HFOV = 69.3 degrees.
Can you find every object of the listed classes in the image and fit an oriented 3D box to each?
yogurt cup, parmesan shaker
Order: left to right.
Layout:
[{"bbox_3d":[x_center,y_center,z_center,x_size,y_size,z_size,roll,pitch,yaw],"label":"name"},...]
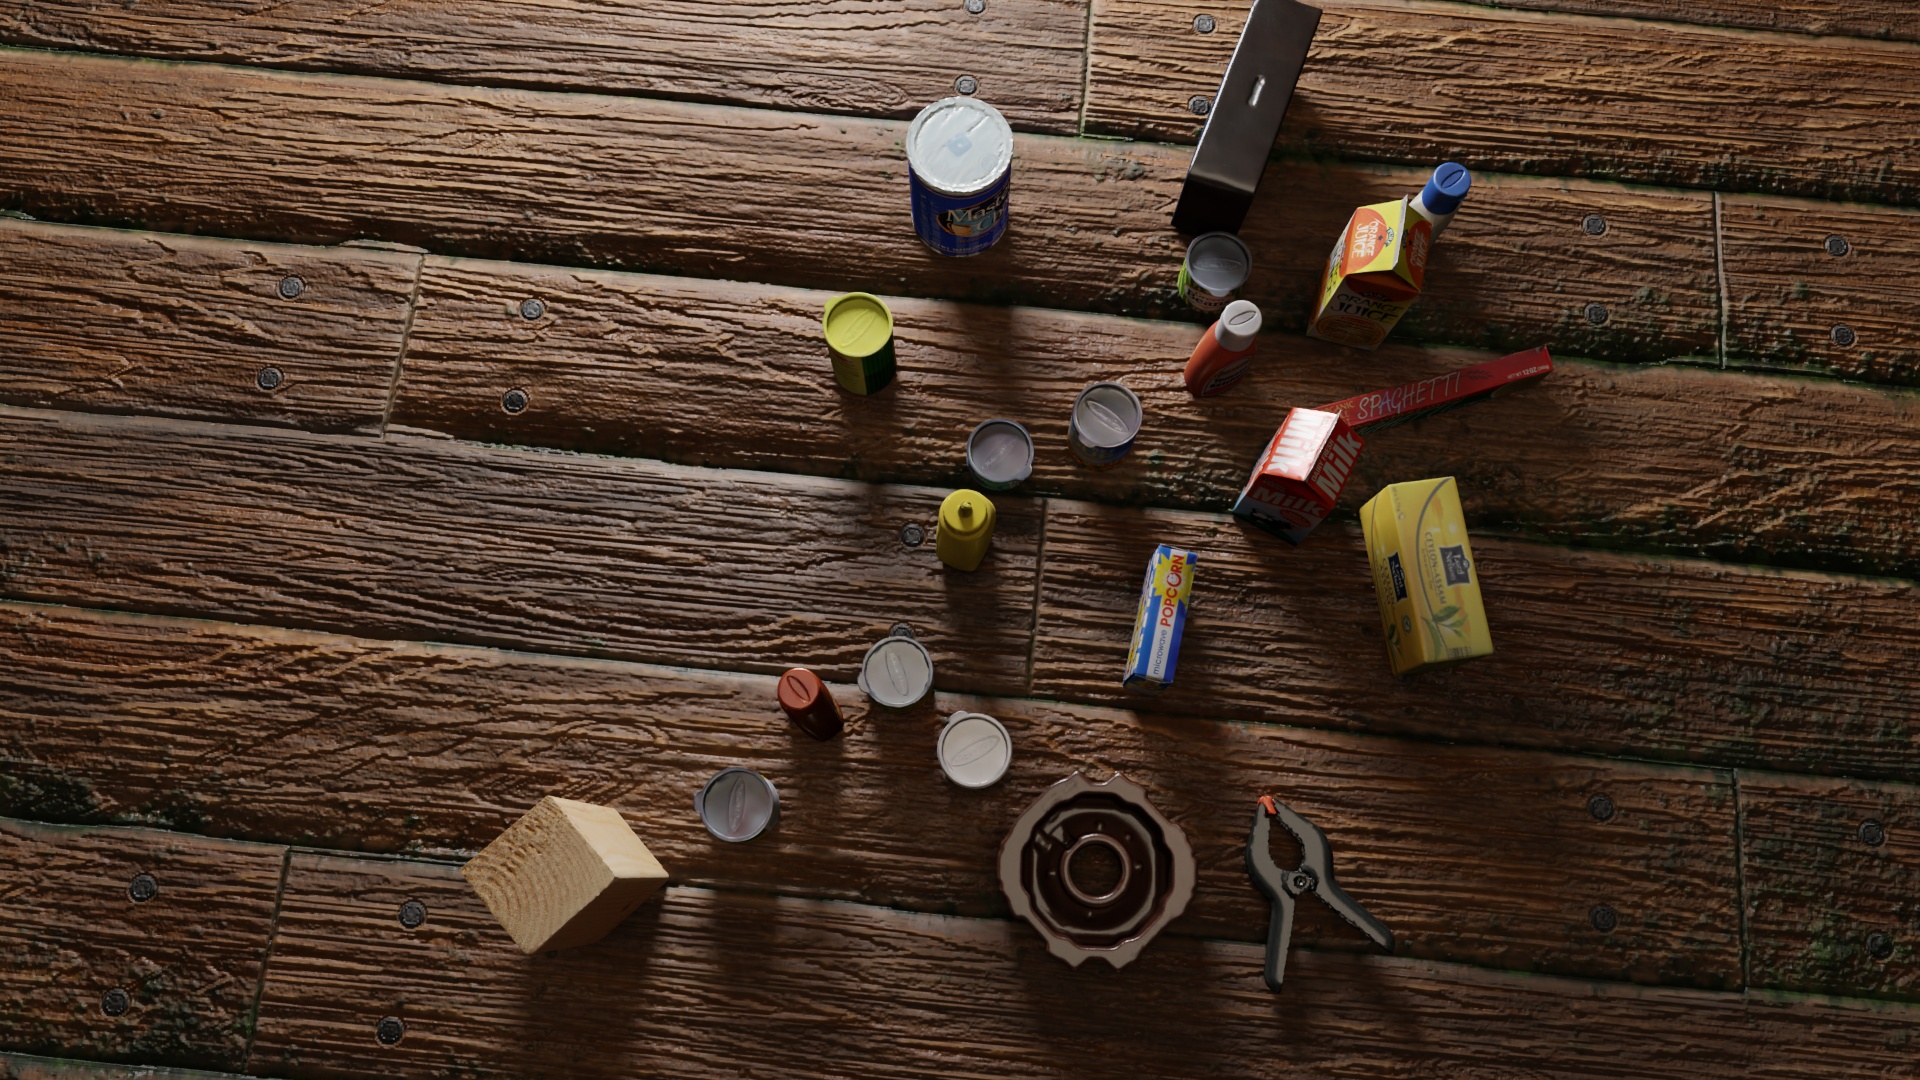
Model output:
[{"bbox_3d":[-0.099,-0.193,1.357,0.071,0.103,0.071,0,76,0],"label":"parmesan shaker"},{"bbox_3d":[0.013,0.196,1.281,0.072,0.054,0.072,0,76,0],"label":"yogurt cup"}]

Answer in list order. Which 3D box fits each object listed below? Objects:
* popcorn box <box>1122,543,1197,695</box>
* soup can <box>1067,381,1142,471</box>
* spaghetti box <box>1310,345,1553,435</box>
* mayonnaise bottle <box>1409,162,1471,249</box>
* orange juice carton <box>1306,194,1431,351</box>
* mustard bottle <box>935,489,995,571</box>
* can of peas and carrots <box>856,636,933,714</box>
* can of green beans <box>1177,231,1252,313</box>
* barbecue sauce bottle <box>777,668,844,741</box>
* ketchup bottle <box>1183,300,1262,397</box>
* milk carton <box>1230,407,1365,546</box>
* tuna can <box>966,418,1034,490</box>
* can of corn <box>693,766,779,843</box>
[{"bbox_3d":[0.185,0.076,1.296,0.038,0.085,0.127,13,76,3],"label":"popcorn box"},{"bbox_3d":[0.136,-0.107,1.345,0.071,0.083,0.071,0,76,0],"label":"soup can"},{"bbox_3d":[0.457,-0.140,1.372,0.250,0.050,0.029,-16,76,-4],"label":"spaghetti box"},{"bbox_3d":[0.460,-0.320,1.369,0.065,0.147,0.041,-38,79,-9],"label":"mayonnaise bottle"},{"bbox_3d":[0.394,-0.255,1.328,0.073,0.192,0.072,13,76,3],"label":"orange juice carton"},{"bbox_3d":[0.005,-0.016,1.281,0.049,0.160,0.065,21,77,5],"label":"mustard bottle"},{"bbox_3d":[-0.060,0.128,1.296,0.071,0.058,0.071,0,76,0],"label":"can of peas and carrots"},{"bbox_3d":[0.256,-0.269,1.401,0.071,0.057,0.071,0,76,0],"label":"can of green beans"},{"bbox_3d":[-0.138,0.144,1.245,0.044,0.148,0.065,-38,79,-9],"label":"barbecue sauce bottle"},{"bbox_3d":[0.255,-0.185,1.332,0.065,0.148,0.043,-24,77,-6],"label":"ketchup bottle"},{"bbox_3d":[0.312,-0.061,1.278,0.073,0.190,0.072,27,78,7],"label":"milk carton"},{"bbox_3d":[0.040,-0.082,1.364,0.071,0.032,0.071,0,75,0],"label":"tuna can"},{"bbox_3d":[-0.203,0.242,1.266,0.071,0.058,0.071,0,76,0],"label":"can of corn"}]
